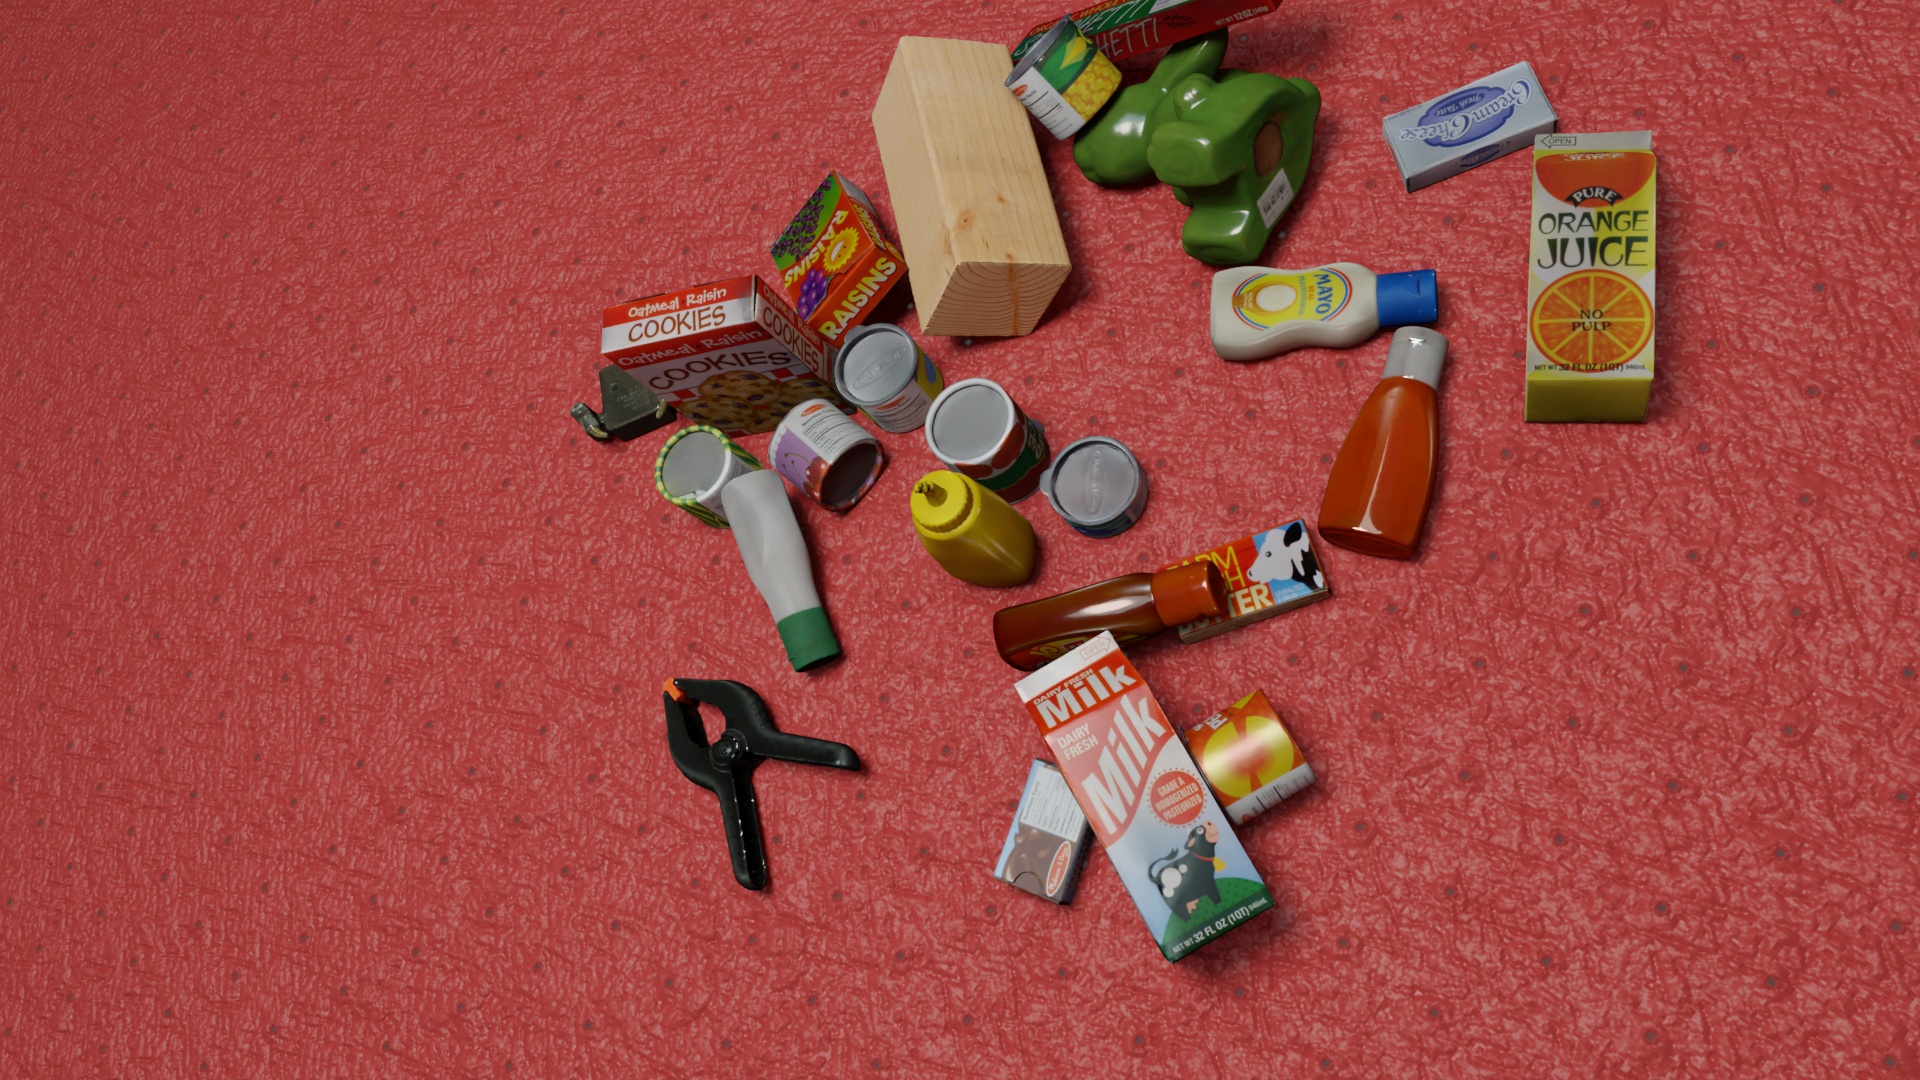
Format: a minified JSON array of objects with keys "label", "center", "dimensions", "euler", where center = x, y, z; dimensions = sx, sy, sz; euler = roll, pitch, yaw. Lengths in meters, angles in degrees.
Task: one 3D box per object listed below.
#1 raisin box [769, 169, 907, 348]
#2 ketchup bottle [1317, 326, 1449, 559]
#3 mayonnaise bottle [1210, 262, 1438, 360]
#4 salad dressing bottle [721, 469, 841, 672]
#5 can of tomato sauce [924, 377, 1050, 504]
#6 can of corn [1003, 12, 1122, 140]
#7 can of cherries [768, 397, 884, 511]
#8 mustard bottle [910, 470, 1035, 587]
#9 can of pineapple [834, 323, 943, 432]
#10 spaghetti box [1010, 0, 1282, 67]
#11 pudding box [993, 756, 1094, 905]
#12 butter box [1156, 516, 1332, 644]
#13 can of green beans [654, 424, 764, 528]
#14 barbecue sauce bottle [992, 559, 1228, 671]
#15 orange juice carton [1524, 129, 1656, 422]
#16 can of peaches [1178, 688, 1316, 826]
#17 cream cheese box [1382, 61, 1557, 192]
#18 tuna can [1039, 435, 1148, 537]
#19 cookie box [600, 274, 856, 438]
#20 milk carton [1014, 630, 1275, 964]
[{"label":"raisin box","center":[-0.096,-0.218,1.069],"dimensions":[0.086,0.040,0.124],"euler":[-46,42,19]},{"label":"ketchup bottle","center":[0.280,-0.065,0.899],"dimensions":[0.065,0.043,0.149],"euler":[14,77,24]},{"label":"mayonnaise bottle","center":[0.247,-0.160,0.947],"dimensions":[0.148,0.041,0.065],"euler":[-3,69,21]},{"label":"salad dressing bottle","center":[-0.130,0.023,1.015],"dimensions":[0.044,0.064,0.148],"euler":[-15,75,-30]},{"label":"can of tomato sauce","center":[0.021,-0.070,0.979],"dimensions":[0.071,0.083,0.071],"euler":[-7,70,19]},{"label":"can of corn","center":[0.077,-0.338,1.012],"dimensions":[0.071,0.058,0.071],"euler":[-42,19,19]},{"label":"can of cherries","center":[-0.099,-0.062,1.036],"dimensions":[0.058,0.071,0.071],"euler":[38,88,27]},{"label":"mustard bottle","center":[0.003,-0.012,0.923],"dimensions":[0.065,0.160,0.049],"euler":[-1,71,20]},{"label":"can of pineapple","center":[-0.053,-0.122,1.041],"dimensions":[0.071,0.057,0.071],"euler":[-7,69,19]},{"label":"spaghetti box","center":[0.132,-0.380,1.013],"dimensions":[0.250,0.028,0.050],"euler":[2,52,49]},{"label":"pudding box","center":[0.059,0.189,0.903],"dimensions":[0.050,0.030,0.084],"euler":[15,78,24]},{"label":"butter box","center":[0.186,0.027,0.914],"dimensions":[0.103,0.024,0.053],"euler":[-20,66,14]},{"label":"can of green beans","center":[-0.193,-0.049,1.069],"dimensions":[0.071,0.057,0.071],"euler":[-7,70,19]},{"label":"barbecue sauce bottle","center":[0.098,0.048,0.905],"dimensions":[0.148,0.065,0.044],"euler":[-18,69,27]},{"label":"orange juice carton","center":[0.397,-0.175,0.876],"dimensions":[0.072,0.073,0.193],"euler":[2,72,22]},{"label":"can of peaches","center":[0.177,0.131,0.857],"dimensions":[0.058,0.071,0.071],"euler":[-31,64,8]},{"label":"cream cheese box","center":[0.351,-0.286,0.961],"dimensions":[0.104,0.024,0.053],"euler":[-20,66,14]},{"label":"tuna can","center":[0.093,-0.037,0.968],"dimensions":[0.071,0.032,0.071],"euler":[-7,69,19]},{"label":"cookie box","center":[-0.167,-0.132,1.026],"dimensions":[0.123,0.167,0.040],"euler":[-9,69,18]},{"label":"milk carton","center":[0.108,0.153,0.847],"dimensions":[0.072,0.073,0.191],"euler":[-29,75,-2]}]
